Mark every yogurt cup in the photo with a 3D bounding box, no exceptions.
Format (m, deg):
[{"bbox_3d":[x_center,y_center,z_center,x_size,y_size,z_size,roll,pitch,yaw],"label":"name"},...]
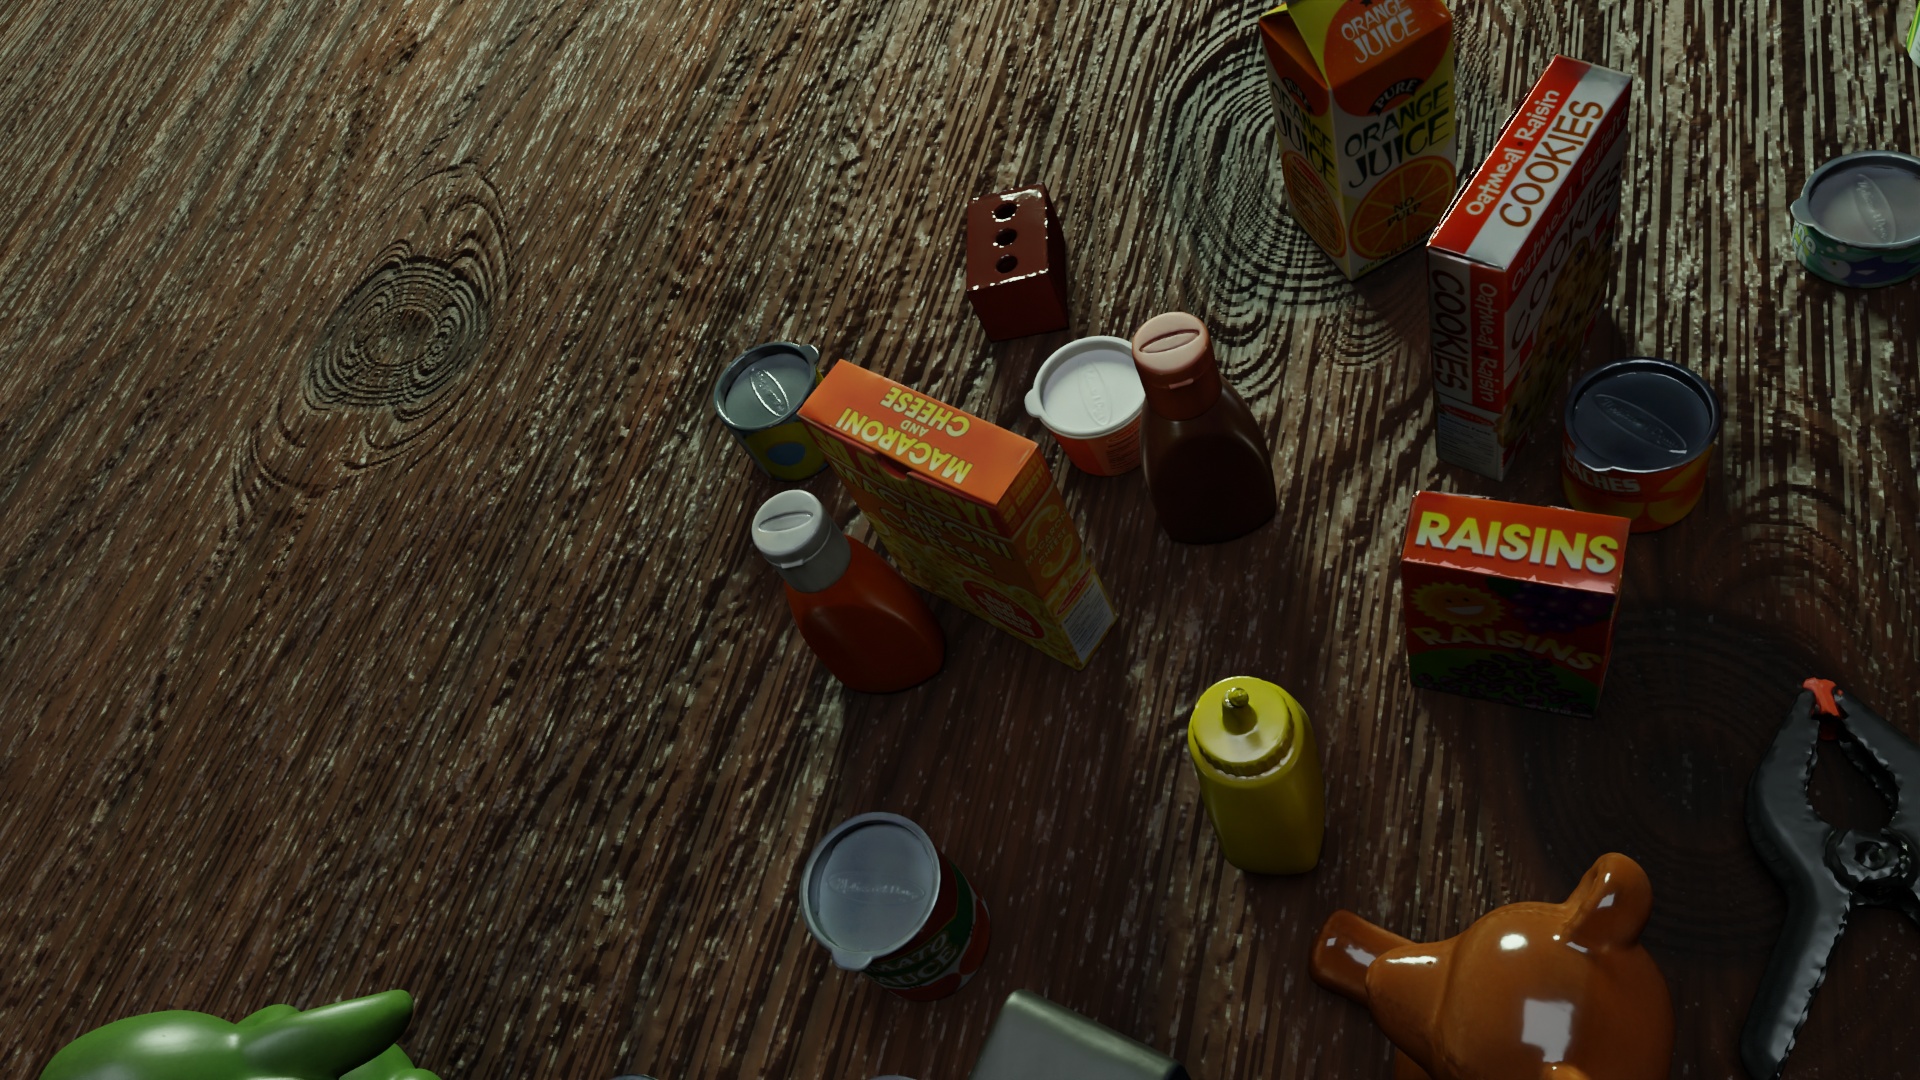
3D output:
[{"bbox_3d":[0.079,-0.072,0.777,0.072,0.053,0.073,-9,57,15],"label":"yogurt cup"}]

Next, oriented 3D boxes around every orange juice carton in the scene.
[{"bbox_3d":[0.214,-0.238,0.746,0.072,0.192,0.073,-30,54,1],"label":"orange juice carton"}]

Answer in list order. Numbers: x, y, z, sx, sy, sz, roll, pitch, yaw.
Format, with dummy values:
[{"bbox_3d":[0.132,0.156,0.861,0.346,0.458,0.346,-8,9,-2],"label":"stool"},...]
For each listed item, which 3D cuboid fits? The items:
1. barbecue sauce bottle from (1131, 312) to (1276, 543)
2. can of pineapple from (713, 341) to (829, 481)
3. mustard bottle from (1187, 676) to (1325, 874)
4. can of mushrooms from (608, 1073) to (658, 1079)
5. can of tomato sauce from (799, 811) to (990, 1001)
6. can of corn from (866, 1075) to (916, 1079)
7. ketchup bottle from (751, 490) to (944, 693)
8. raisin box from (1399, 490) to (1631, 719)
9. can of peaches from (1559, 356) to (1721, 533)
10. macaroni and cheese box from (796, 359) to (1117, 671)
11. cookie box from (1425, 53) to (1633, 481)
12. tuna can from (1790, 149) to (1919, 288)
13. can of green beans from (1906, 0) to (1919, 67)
[{"bbox_3d":[0.118,-0.054,0.693,0.065,0.148,0.044,-15,56,11],"label":"barbecue sauce bottle"},{"bbox_3d":[-0.107,-0.079,0.847,0.071,0.057,0.071,-9,57,15],"label":"can of pineapple"},{"bbox_3d":[0.125,0.094,0.591,0.049,0.159,0.065,-3,59,19],"label":"mustard bottle"},{"bbox_3d":[-0.152,0.286,0.651,0.071,0.033,0.071,-9,57,15],"label":"can of mushrooms"},{"bbox_3d":[-0.028,0.174,0.645,0.071,0.082,0.071,-9,57,15],"label":"can of tomato sauce"},{"bbox_3d":[-0.023,0.272,0.596,0.071,0.058,0.071,-9,57,15],"label":"can of corn"},{"bbox_3d":[-0.059,0.029,0.706,0.064,0.148,0.044,-11,57,14],"label":"ketchup bottle"},{"bbox_3d":[0.242,0.030,0.611,0.086,0.123,0.040,10,64,25],"label":"raisin box"},{"bbox_3d":[0.322,-0.044,0.667,0.071,0.058,0.071,-9,57,15],"label":"can of peaches"},{"bbox_3d":[0.002,-0.009,0.696,0.124,0.166,0.040,26,72,31],"label":"macaroni and cheese box"},{"bbox_3d":[0.272,-0.126,0.670,0.040,0.166,0.123,26,71,31],"label":"cookie box"},{"bbox_3d":[0.460,-0.163,0.707,0.071,0.032,0.071,-9,57,15],"label":"tuna can"},{"bbox_3d":[0.547,-0.286,0.737,0.071,0.057,0.071,-9,57,15],"label":"can of green beans"}]
